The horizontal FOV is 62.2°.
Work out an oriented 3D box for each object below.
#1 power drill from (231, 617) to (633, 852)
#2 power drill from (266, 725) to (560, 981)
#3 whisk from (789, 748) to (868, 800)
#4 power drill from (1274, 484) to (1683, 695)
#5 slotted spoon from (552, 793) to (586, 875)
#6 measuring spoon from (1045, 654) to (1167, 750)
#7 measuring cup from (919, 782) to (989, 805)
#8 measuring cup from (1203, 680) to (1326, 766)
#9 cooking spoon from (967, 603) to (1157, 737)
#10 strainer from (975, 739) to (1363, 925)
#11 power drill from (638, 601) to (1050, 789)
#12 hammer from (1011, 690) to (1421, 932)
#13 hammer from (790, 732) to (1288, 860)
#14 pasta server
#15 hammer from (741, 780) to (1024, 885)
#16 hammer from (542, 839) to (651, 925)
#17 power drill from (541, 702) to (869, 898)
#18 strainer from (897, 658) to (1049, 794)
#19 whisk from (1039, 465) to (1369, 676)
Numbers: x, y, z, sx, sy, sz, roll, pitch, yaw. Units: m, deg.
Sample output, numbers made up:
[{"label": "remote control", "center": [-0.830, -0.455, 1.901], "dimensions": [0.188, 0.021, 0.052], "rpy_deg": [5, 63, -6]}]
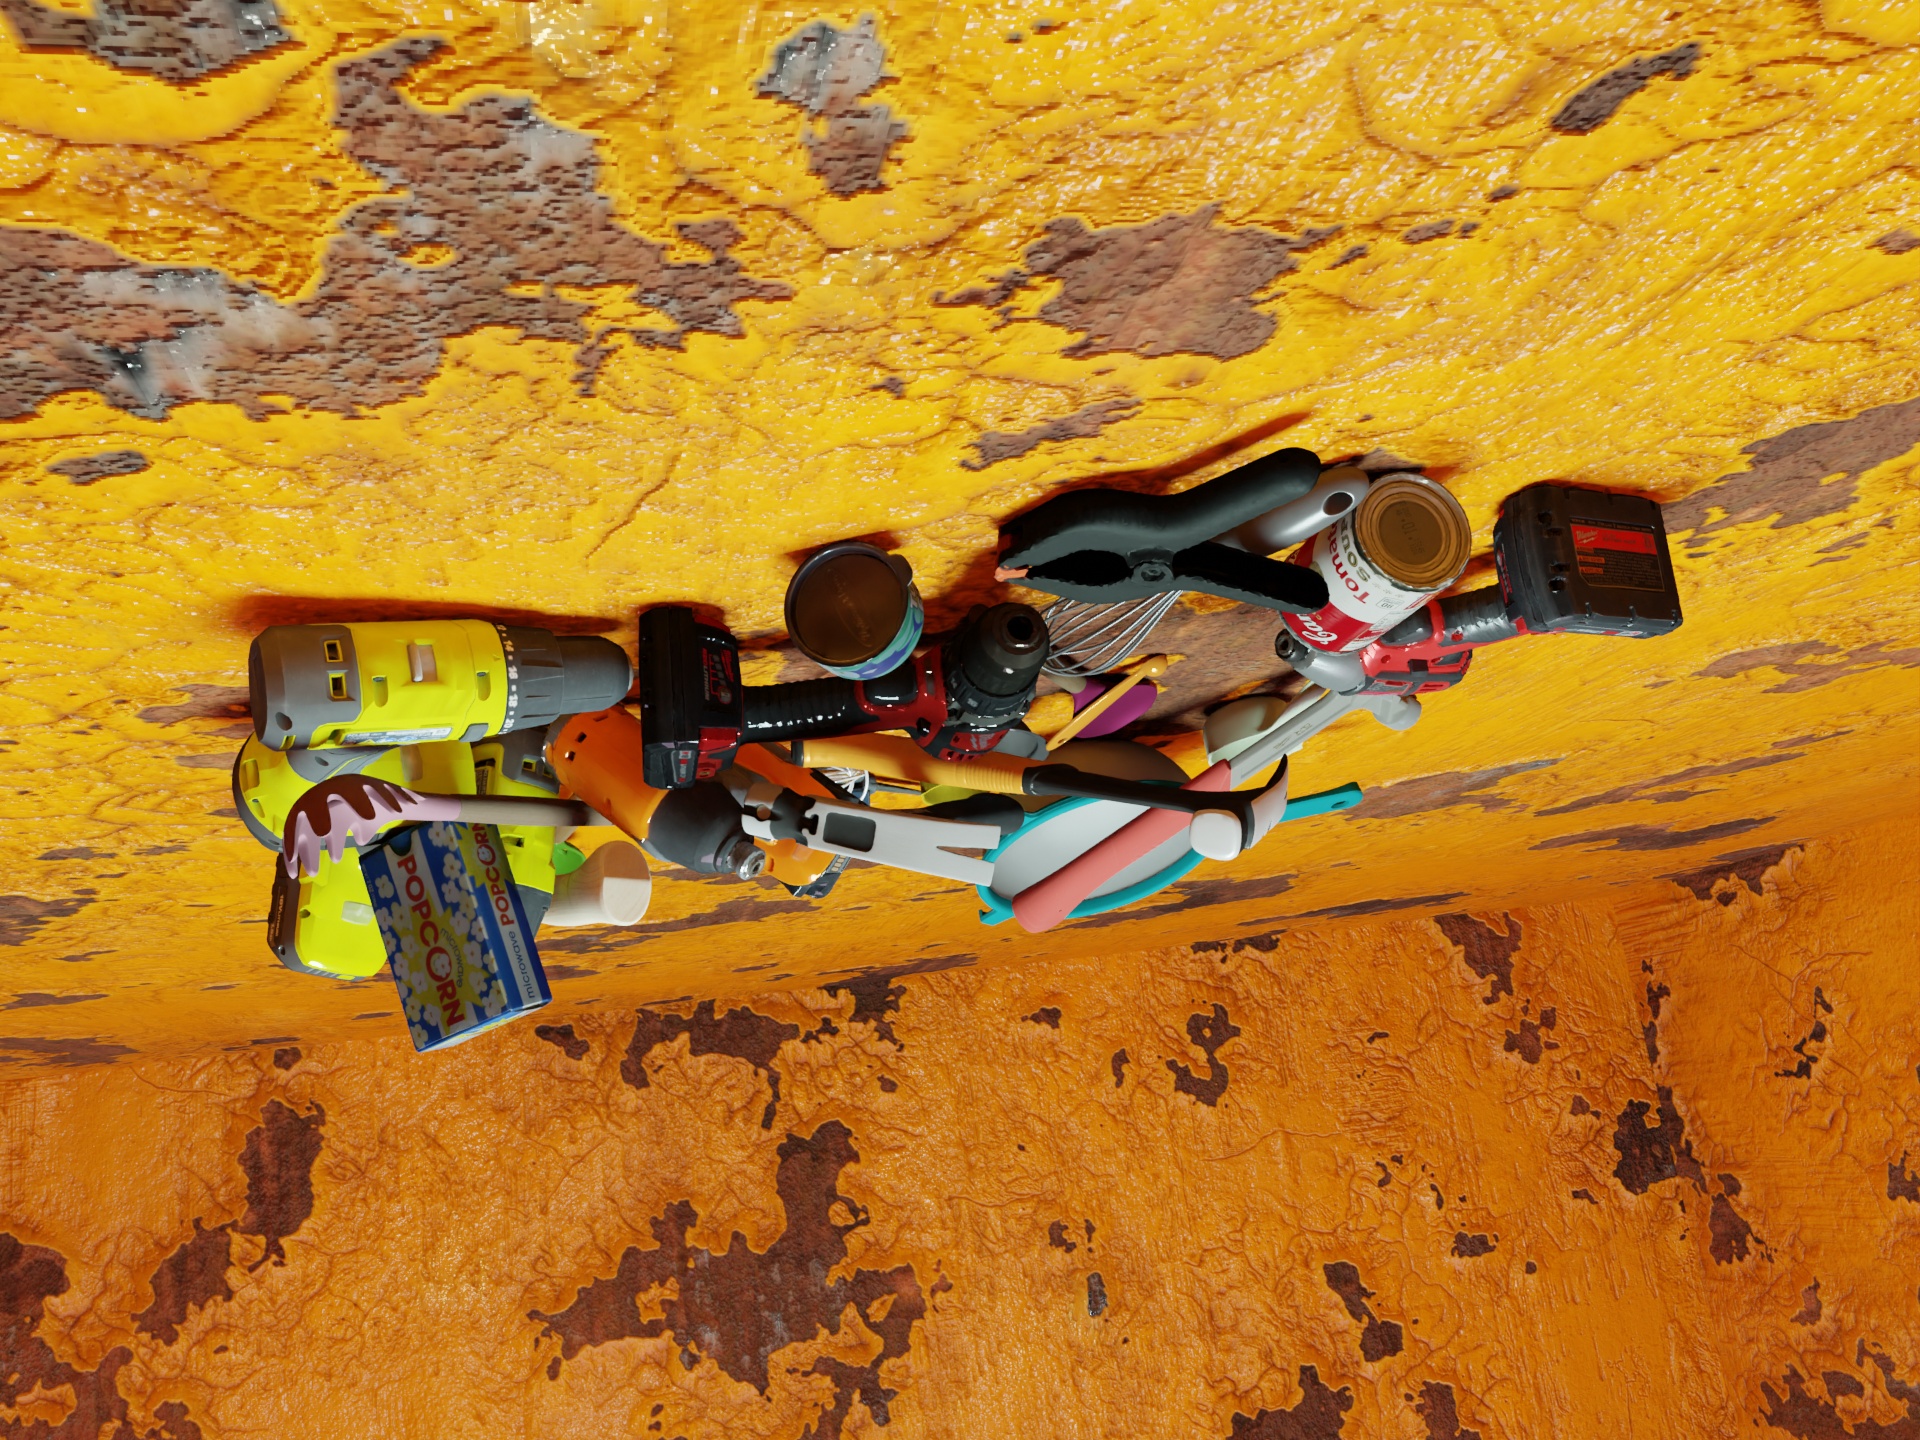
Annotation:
[{"label": "power drill", "center": [-0.305, 0.004, 0.894], "dimensions": [0.190, 0.080, 0.228], "rpy_deg": [-4, 164, -33]}, {"label": "power drill", "center": [-0.360, 0.102, 1.059], "dimensions": [0.223, 0.171, 0.080], "rpy_deg": [-13, 156, 33]}, {"label": "whisk", "center": [-0.182, 0.056, 1.226], "dimensions": [0.246, 0.059, 0.058], "rpy_deg": [-9, -166, 23]}, {"label": "power drill", "center": [0.301, -0.065, 0.958], "dimensions": [0.143, 0.079, 0.219], "rpy_deg": [1, 166, -30]}, {"label": "slotted spoon", "center": [-0.319, 0.087, 1.280], "dimensions": [0.070, 0.031, 0.313], "rpy_deg": [9, 162, -19]}, {"label": "measuring spoon", "center": [0.103, -0.009, 1.117], "dimensions": [0.117, 0.011, 0.021], "rpy_deg": [-40, 156, 30]}, {"label": "measuring cup", "center": [0.009, 0.025, 1.265], "dimensions": [0.062, 0.029, 0.156], "rpy_deg": [-2, 153, -21]}, {"label": "measuring cup", "center": [0.241, -0.011, 1.221], "dimensions": [0.083, 0.038, 0.167], "rpy_deg": [-3, 155, -18]}, {"label": "cooking spoon", "center": [0.070, -0.031, 1.067], "dimensions": [0.069, 0.017, 0.318], "rpy_deg": [-33, 159, 13]}, {"label": "strainer", "center": [0.167, 0.065, 1.338], "dimensions": [0.340, 0.095, 0.210], "rpy_deg": [-11, 148, -11]}, {"label": "power drill", "center": [-0.065, -0.020, 0.897], "dimensions": [0.226, 0.080, 0.188], "rpy_deg": [-2, 165, -12]}, {"label": "hammer", "center": [0.169, 0.061, 1.208], "dimensions": [0.359, 0.037, 0.149], "rpy_deg": [-38, 142, 30]}, {"label": "hammer", "center": [0.040, 0.032, 1.024], "dimensions": [0.337, 0.034, 0.127], "rpy_deg": [8, -163, 27]}, {"label": "pasta server", "center": [-0.273, 0.057, 0.912], "dimensions": [0.060, 0.040, 0.316], "rpy_deg": [-34, 166, 12]}, {"label": "hammer", "center": [-0.011, 0.068, 1.050], "dimensions": [0.146, 0.035, 0.334], "rpy_deg": [11, -179, 17]}, {"label": "hammer", "center": [-0.290, 0.134, 1.113], "dimensions": [0.038, 0.146, 0.411], "rpy_deg": [6, 172, -27]}, {"label": "power drill", "center": [-0.150, 0.060, 1.048], "dimensions": [0.164, 0.084, 0.226], "rpy_deg": [33, -175, 25]}, {"label": "strainer", "center": [-0.002, -0.004, 1.101], "dimensions": [0.087, 0.050, 0.258], "rpy_deg": [-13, 159, 16]}, {"label": "whisk", "center": [0.123, -0.078, 0.865], "dimensions": [0.055, 0.055, 0.239], "rpy_deg": [5, 157, -42]}]
